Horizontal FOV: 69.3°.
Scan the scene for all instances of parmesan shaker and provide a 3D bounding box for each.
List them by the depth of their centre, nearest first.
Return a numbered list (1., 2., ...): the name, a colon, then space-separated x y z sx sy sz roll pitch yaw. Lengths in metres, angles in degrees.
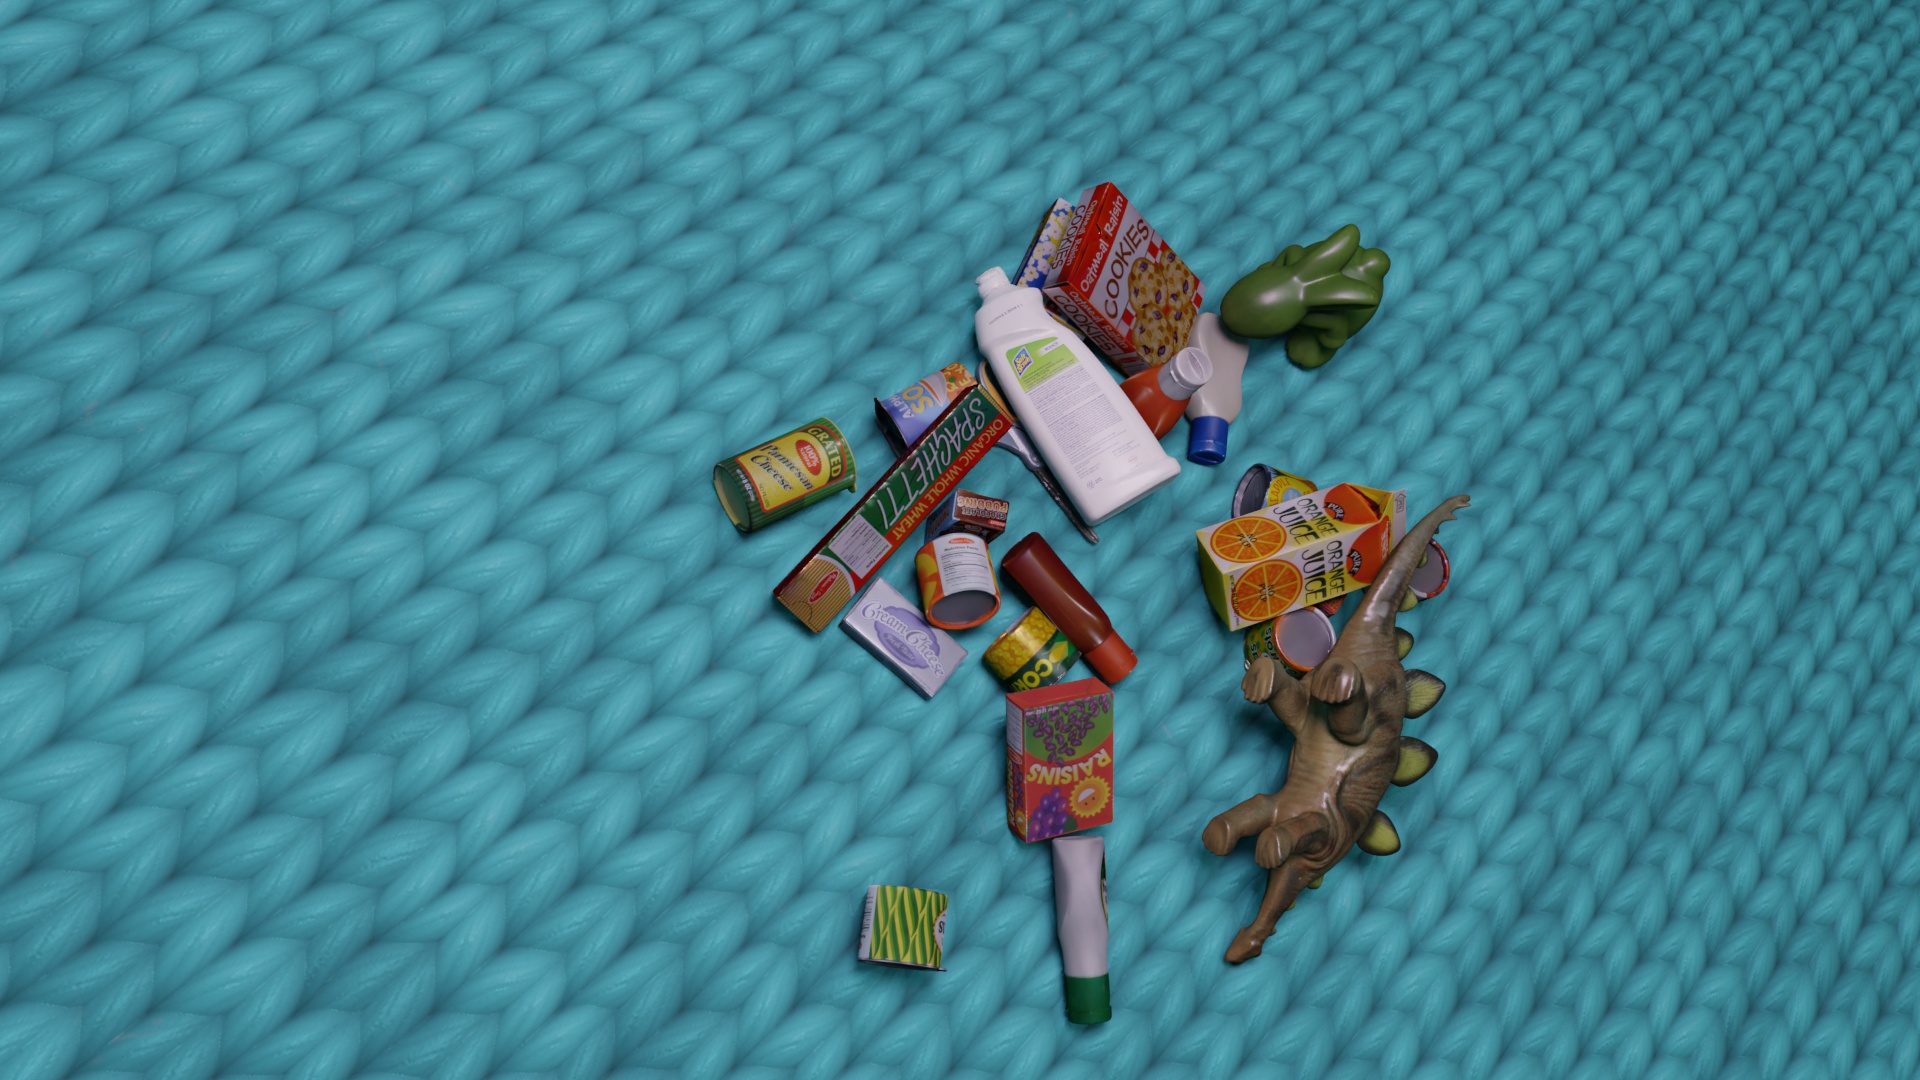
1. parmesan shaker: -0.147 -0.053 1.177 0.103 0.071 0.071 -27 84 -25

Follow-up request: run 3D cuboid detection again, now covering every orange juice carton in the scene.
1. orange juice carton: 0.321 0.008 1.280 0.193 0.071 0.073 -18 35 -4

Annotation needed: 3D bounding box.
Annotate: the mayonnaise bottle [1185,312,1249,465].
1. mayonnaise bottle: 0.249 -0.148 1.369 0.065 0.041 0.148 17 69 -22

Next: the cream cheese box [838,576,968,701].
1. cream cheese box: -0.049 0.085 1.191 0.104 0.024 0.053 41 63 -4

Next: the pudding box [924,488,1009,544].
1. pudding box: 0.004 -0.015 1.211 0.050 0.083 0.030 14 70 -16

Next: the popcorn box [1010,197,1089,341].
1. popcorn box: 0.103 -0.260 1.352 0.085 0.038 0.127 29 65 -9

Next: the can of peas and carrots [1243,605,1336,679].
1. can of peas and carrots: 0.306 0.098 1.299 0.071 0.058 0.071 6 71 -18

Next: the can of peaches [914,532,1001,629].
1. can of peaches: -0.002 0.037 1.190 0.071 0.071 0.058 1 52 -20

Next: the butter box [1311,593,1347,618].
1. butter box: 0.362 0.035 1.343 0.024 0.053 0.104 40 64 -2

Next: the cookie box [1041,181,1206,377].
1. cookie box: 0.161 -0.241 1.328 0.167 0.040 0.123 38 62 -35

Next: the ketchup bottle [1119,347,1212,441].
1. ketchup bottle: 0.181 -0.132 1.278 0.044 0.148 0.065 -25 83 -24

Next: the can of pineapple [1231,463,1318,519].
1. can of pineapple: 0.303 -0.035 1.336 0.058 0.070 0.071 17 68 -15

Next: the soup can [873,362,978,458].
1. soup can: -0.025 -0.114 1.231 0.084 0.071 0.071 -30 85 -13

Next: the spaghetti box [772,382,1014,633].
1. spaghetti box: -0.055 -0.029 1.179 0.250 0.028 0.050 -47 107 -8

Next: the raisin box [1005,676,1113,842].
1. raisin box: 0.083 0.184 1.168 0.086 0.040 0.123 -9 108 -22

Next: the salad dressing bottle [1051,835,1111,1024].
1. salad dressing bottle: 0.102 0.322 1.152 0.044 0.064 0.148 -3 82 -2

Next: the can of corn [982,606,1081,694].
1. can of corn: 0.060 0.100 1.202 0.058 0.071 0.071 46 64 0

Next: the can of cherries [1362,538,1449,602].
1. can of cherries: 0.439 0.029 1.371 0.071 0.058 0.071 6 72 -18

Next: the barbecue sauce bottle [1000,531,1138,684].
1. barbecue sauce bottle: 0.098 0.062 1.236 0.043 0.065 0.148 -39 96 15

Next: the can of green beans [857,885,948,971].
1. can of green beans: -0.045 0.306 1.097 0.071 0.071 0.058 13 69 -16
